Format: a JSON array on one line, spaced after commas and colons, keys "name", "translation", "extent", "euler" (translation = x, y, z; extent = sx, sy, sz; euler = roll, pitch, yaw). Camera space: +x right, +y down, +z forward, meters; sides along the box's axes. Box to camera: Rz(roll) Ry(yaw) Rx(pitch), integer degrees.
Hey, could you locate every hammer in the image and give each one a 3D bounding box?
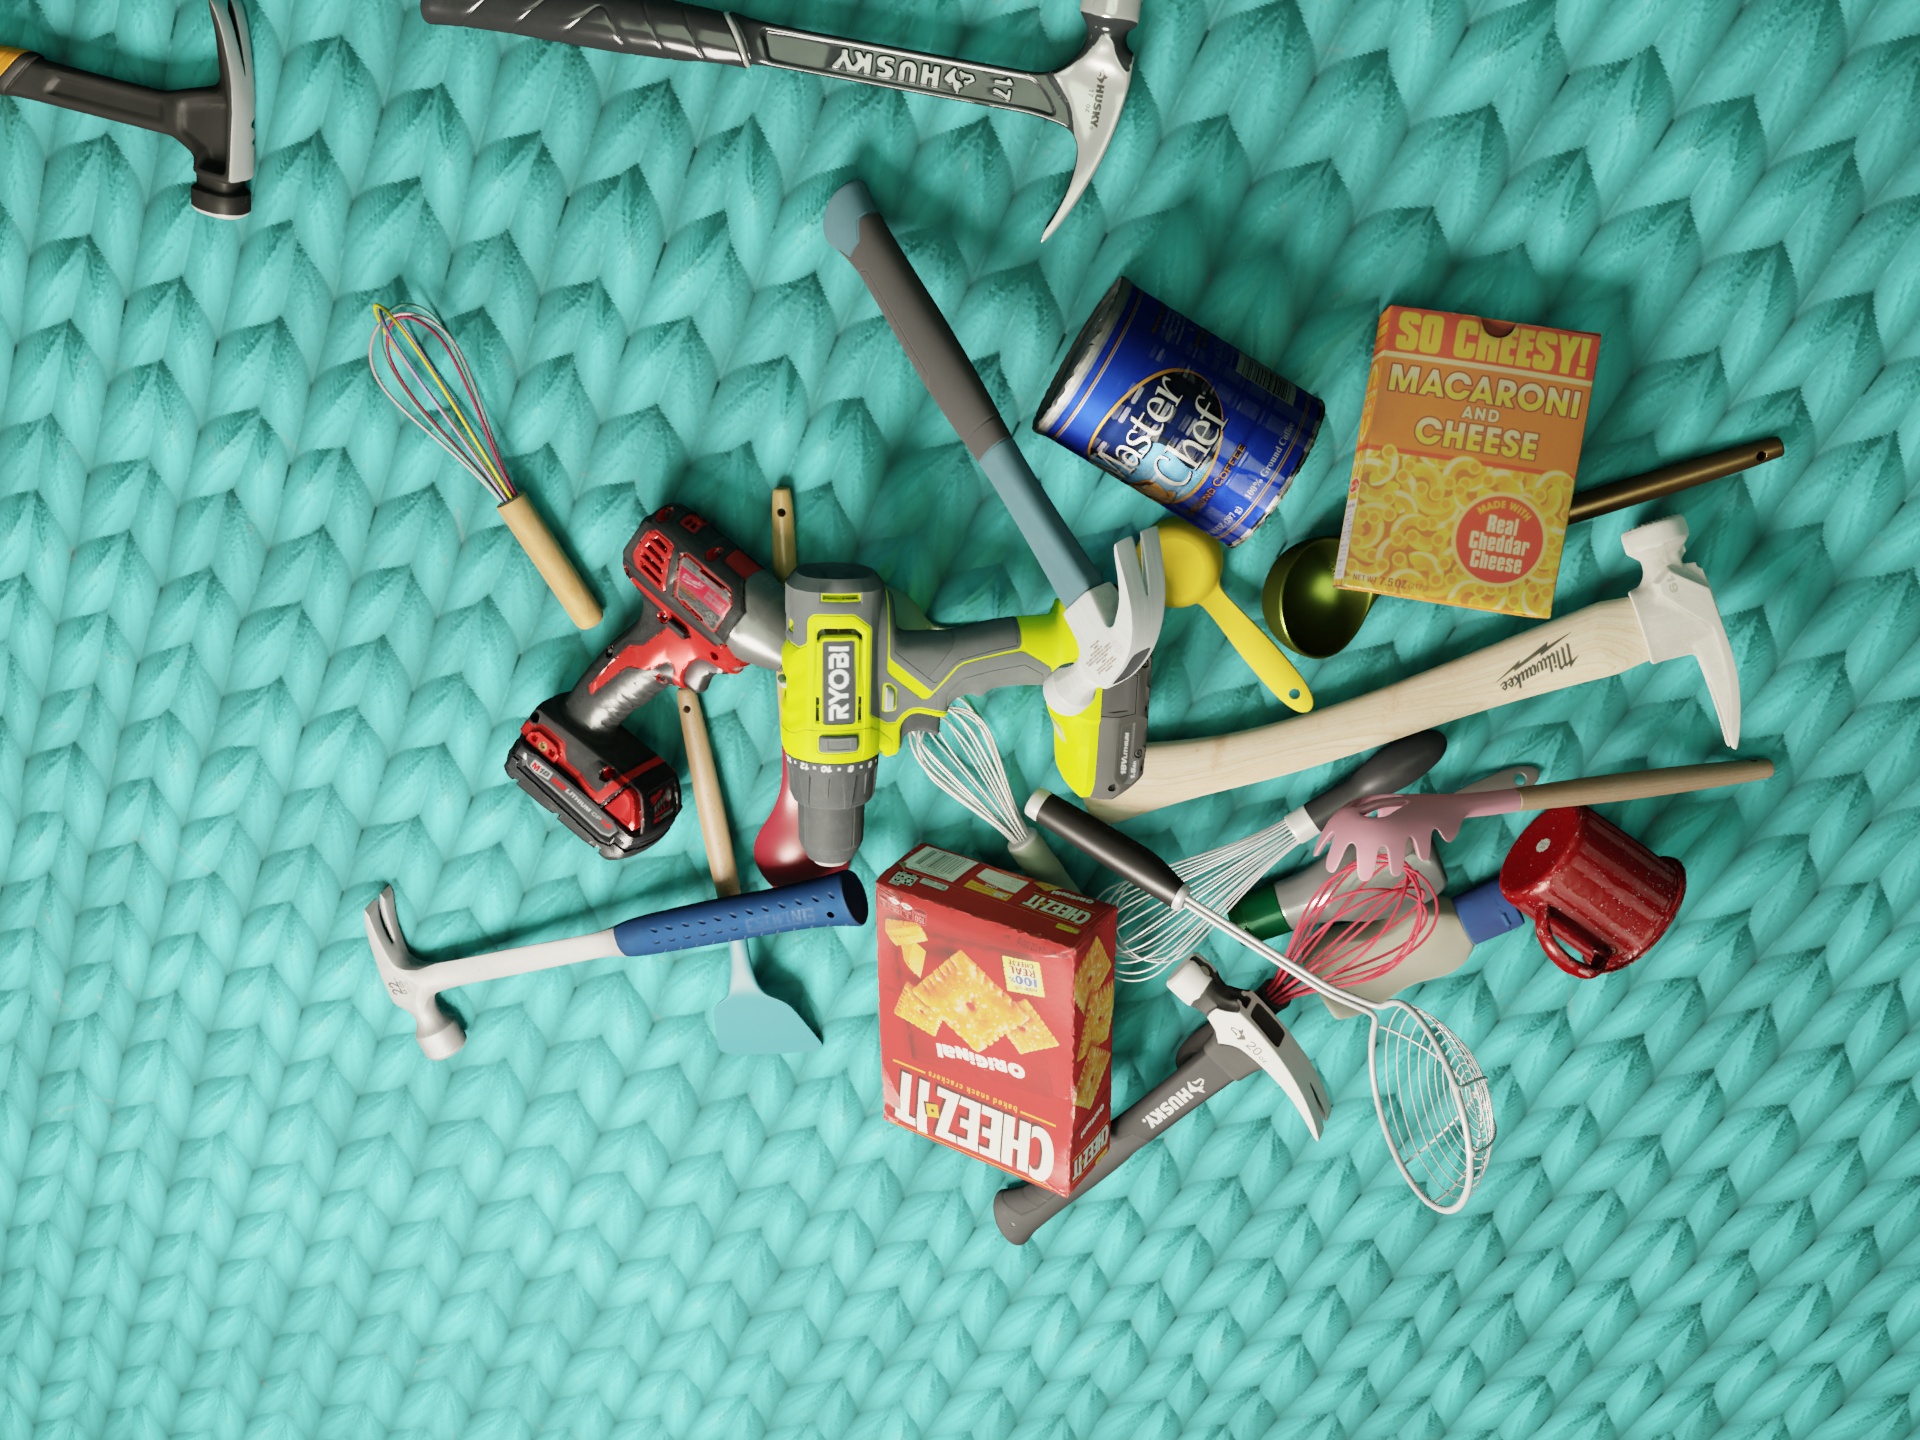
[{"name": "hammer", "translation": [-0.107, -0.381, 0.910], "extent": [0.409, 0.036, 0.149], "euler": [11, 117, 2]}, {"name": "hammer", "translation": [0.277, 0.005, 1.027], "extent": [0.410, 0.038, 0.146], "euler": [-19, 88, 18]}, {"name": "hammer", "translation": [0.013, -0.167, 0.924], "extent": [0.331, 0.033, 0.128], "euler": [59, 145, 7]}, {"name": "hammer", "translation": [-0.258, 0.158, 1.160], "extent": [0.405, 0.035, 0.144], "euler": [-13, 113, 21]}, {"name": "hammer", "translation": [-0.591, -0.404, 0.956], "extent": [0.337, 0.034, 0.127], "euler": [14, 117, 0]}, {"name": "hammer", "translation": [0.127, 0.308, 1.170], "extent": [0.146, 0.035, 0.334], "euler": [43, 128, 3]}]

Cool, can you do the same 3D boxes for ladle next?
[{"name": "ladle", "translation": [-0.115, -0.008, 1.096], "extent": [0.069, 0.031, 0.315], "euler": [1, 114, 2]}, {"name": "ladle", "translation": [0.341, -0.114, 0.974], "extent": [0.320, 0.062, 0.078], "euler": [-17, 115, 11]}]

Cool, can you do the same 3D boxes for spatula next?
[{"name": "spatula", "translation": [-0.169, 0.121, 1.167], "extent": [0.082, 0.044, 0.317], "euler": [-4, 110, 10]}]

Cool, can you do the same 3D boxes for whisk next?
[{"name": "whisk", "translation": [0.038, 0.078, 1.111], "extent": [0.059, 0.058, 0.246], "euler": [-9, 123, 49]}, {"name": "whisk", "translation": [0.205, 0.087, 1.086], "extent": [0.284, 0.070, 0.070], "euler": [-35, 107, 13]}, {"name": "whisk", "translation": [0.227, 0.178, 1.092], "extent": [0.073, 0.073, 0.295], "euler": [28, 136, -7]}, {"name": "whisk", "translation": [-0.307, -0.164, 1.039], "extent": [0.047, 0.051, 0.244], "euler": [-11, 120, 35]}]

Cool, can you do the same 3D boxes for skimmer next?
[{"name": "skimmer", "translation": [0.176, 0.165, 1.009], "extent": [0.363, 0.090, 0.127], "euler": [33, 150, 19]}]

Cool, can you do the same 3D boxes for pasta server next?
[{"name": "pasta server", "translation": [0.377, 0.054, 1.014], "extent": [0.316, 0.060, 0.040], "euler": [-6, 114, -12]}]

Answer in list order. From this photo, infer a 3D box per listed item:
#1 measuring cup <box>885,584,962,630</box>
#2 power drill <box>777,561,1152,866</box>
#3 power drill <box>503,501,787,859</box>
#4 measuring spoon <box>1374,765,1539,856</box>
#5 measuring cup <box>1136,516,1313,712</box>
[{"name": "measuring cup", "translation": [-0.016, -0.047, 1.056], "extent": [0.167, 0.038, 0.083], "euler": [3, 116, 8]}, {"name": "power drill", "translation": [-0.002, -0.003, 1.011], "extent": [0.228, 0.080, 0.190], "euler": [-2, 108, -11]}, {"name": "power drill", "translation": [-0.195, -0.020, 1.059], "extent": [0.143, 0.078, 0.219], "euler": [39, 112, 4]}, {"name": "measuring spoon", "translation": [0.330, 0.056, 1.055], "extent": [0.124, 0.018, 0.034], "euler": [-23, 80, -5]}, {"name": "measuring cup", "translation": [0.170, -0.063, 1.012], "extent": [0.062, 0.029, 0.156], "euler": [-42, 90, 21]}]
